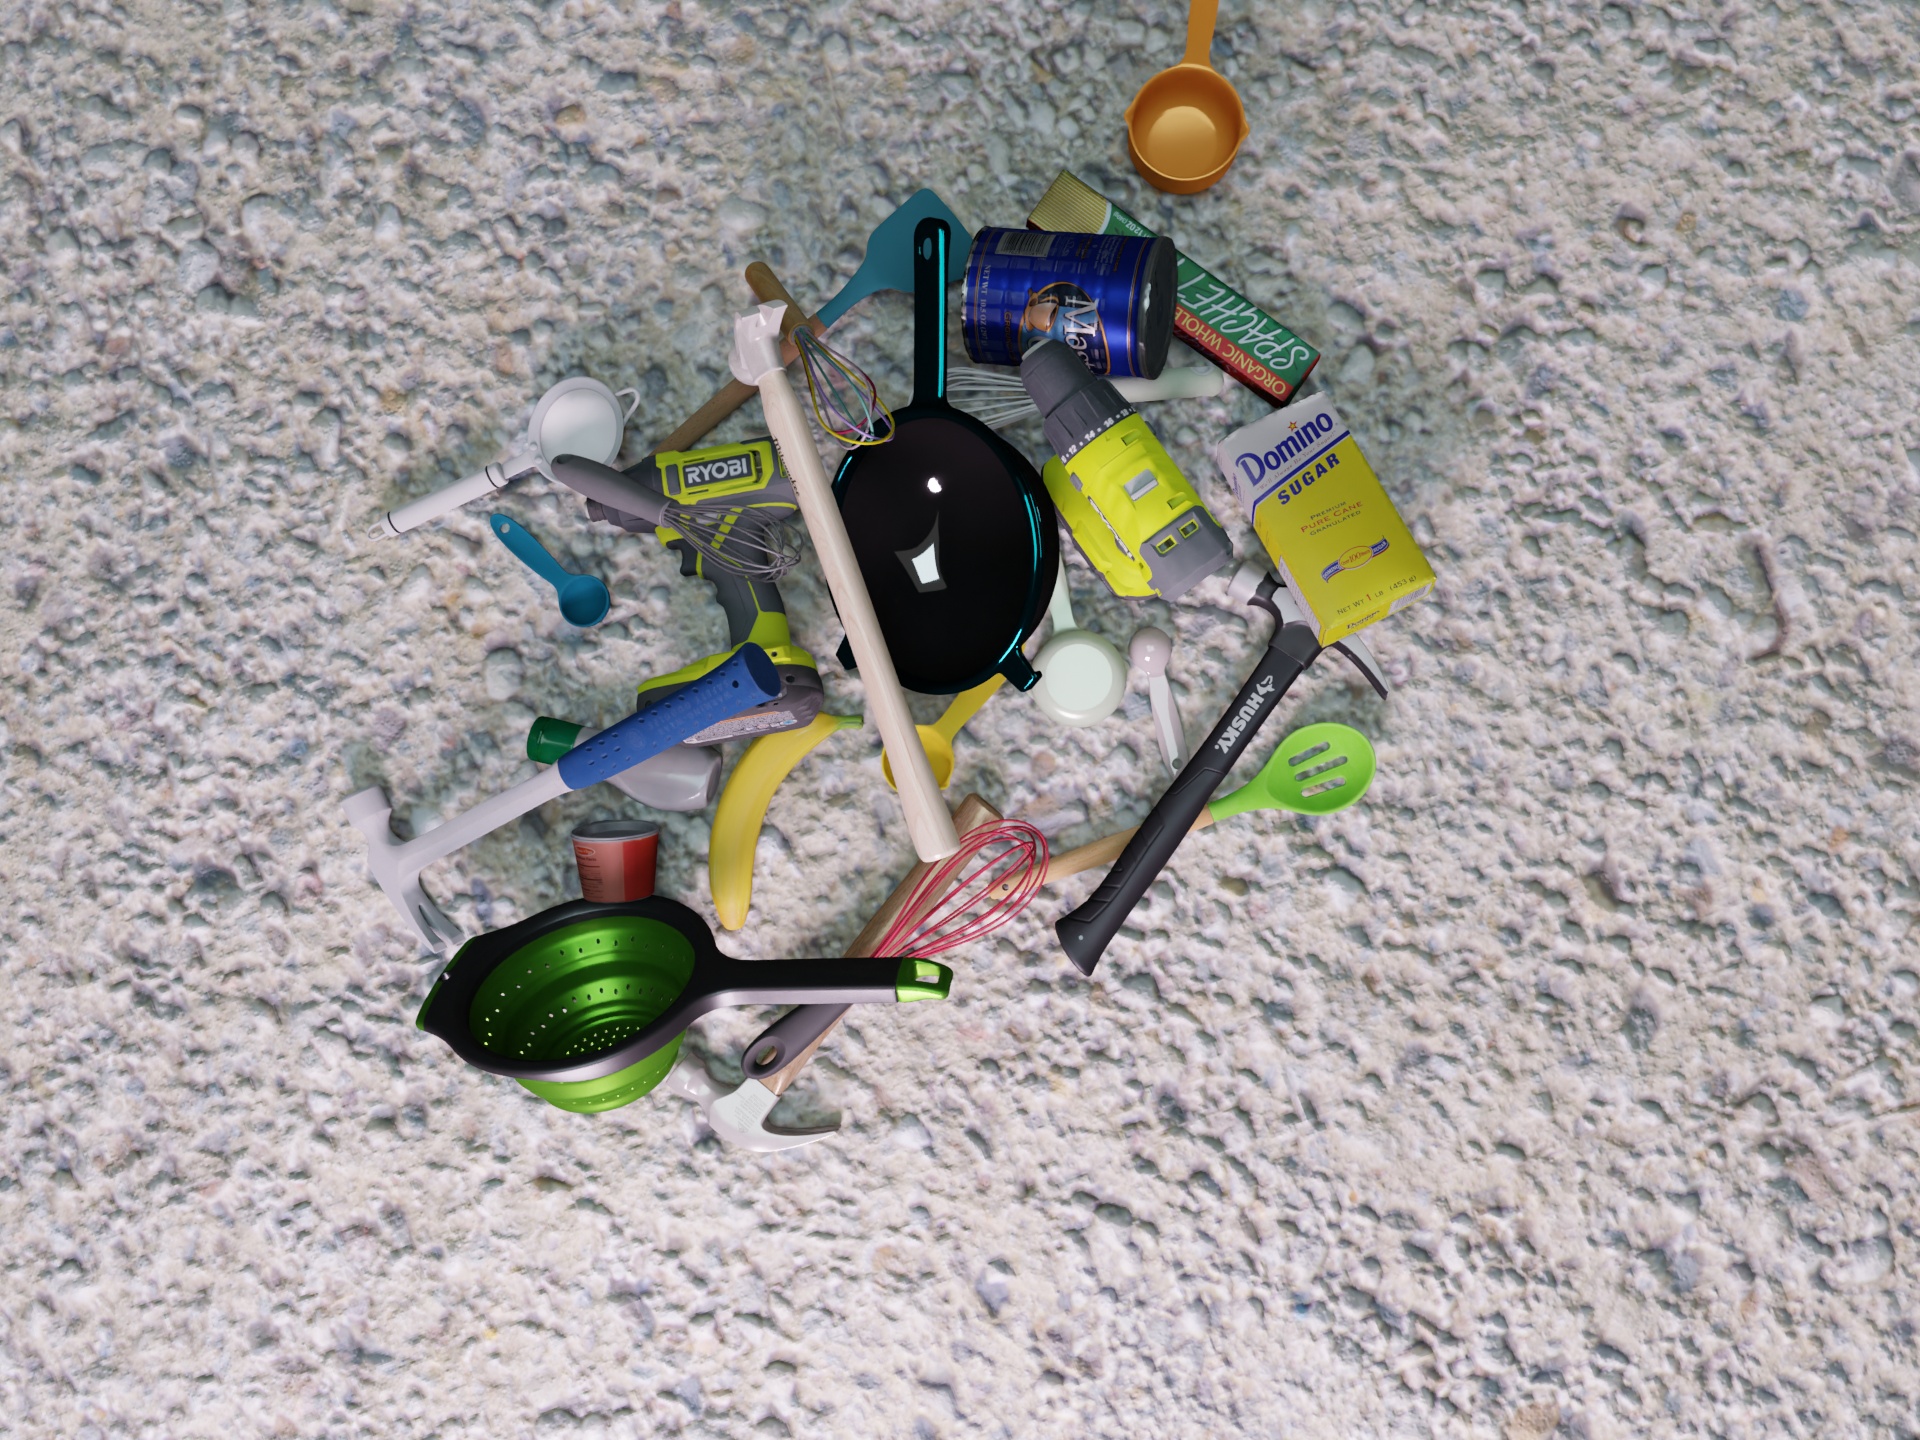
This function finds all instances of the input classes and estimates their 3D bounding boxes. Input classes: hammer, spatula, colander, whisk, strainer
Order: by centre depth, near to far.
[{"bbox_3d":[-0.080,-0.095,1.135,0.038,0.146,0.410,-20,93,-10],"label":"hammer"},{"bbox_3d":[-0.213,-0.155,1.171,0.239,0.055,0.055,24,91,26],"label":"whisk"},{"bbox_3d":[0.002,-0.192,1.178,0.211,0.095,0.340,8,102,40],"label":"strainer"},{"bbox_3d":[-0.296,0.049,1.179,0.405,0.035,0.144,-25,91,27],"label":"hammer"},{"bbox_3d":[-0.113,-0.276,1.181,0.047,0.051,0.245,-32,52,-1],"label":"whisk"},{"bbox_3d":[-0.196,0.223,1.182,0.397,0.205,0.094,-3,121,12],"label":"colander"},{"bbox_3d":[-0.053,0.177,1.198,0.296,0.073,0.073,-40,88,8],"label":"whisk"},{"bbox_3d":[0.184,0.050,1.202,0.146,0.035,0.335,35,88,15],"label":"hammer"},{"bbox_3d":[0.082,-0.252,1.233,0.246,0.058,0.059,-5,124,0],"label":"whisk"},{"bbox_3d":[-0.079,0.196,1.241,0.130,0.031,0.331,39,91,3],"label":"hammer"},{"bbox_3d":[-0.126,-0.294,1.253,0.317,0.044,0.082,-38,88,7],"label":"spatula"},{"bbox_3d":[-0.358,-0.198,1.256,0.258,0.050,0.087,-23,78,8],"label":"strainer"}]

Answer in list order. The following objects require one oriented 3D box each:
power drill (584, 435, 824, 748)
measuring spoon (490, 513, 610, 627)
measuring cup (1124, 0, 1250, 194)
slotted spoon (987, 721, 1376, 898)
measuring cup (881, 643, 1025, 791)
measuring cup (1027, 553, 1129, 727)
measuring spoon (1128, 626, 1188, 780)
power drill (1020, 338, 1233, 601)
[{"bbox_3d":[-0.193,-0.100,1.215,0.171,0.080,0.223,-10,76,2],"label":"power drill"},{"bbox_3d":[-0.326,-0.121,1.268,0.129,0.021,0.042,42,93,12],"label":"measuring spoon"},{"bbox_3d":[0.178,-0.491,1.223,0.095,0.052,0.173,9,88,3],"label":"measuring cup"},{"bbox_3d":[0.168,0.078,1.231,0.314,0.031,0.070,-21,86,5],"label":"slotted spoon"},{"bbox_3d":[-0.002,-0.004,1.246,0.062,0.029,0.156,40,80,3],"label":"measuring cup"},{"bbox_3d":[0.080,-0.076,1.229,0.083,0.038,0.167,-14,91,3],"label":"measuring cup"},{"bbox_3d":[0.158,-0.012,1.236,0.034,0.018,0.124,-13,90,3],"label":"measuring spoon"},{"bbox_3d":[0.109,-0.170,1.134,0.080,0.228,0.190,-36,88,2],"label":"power drill"}]
